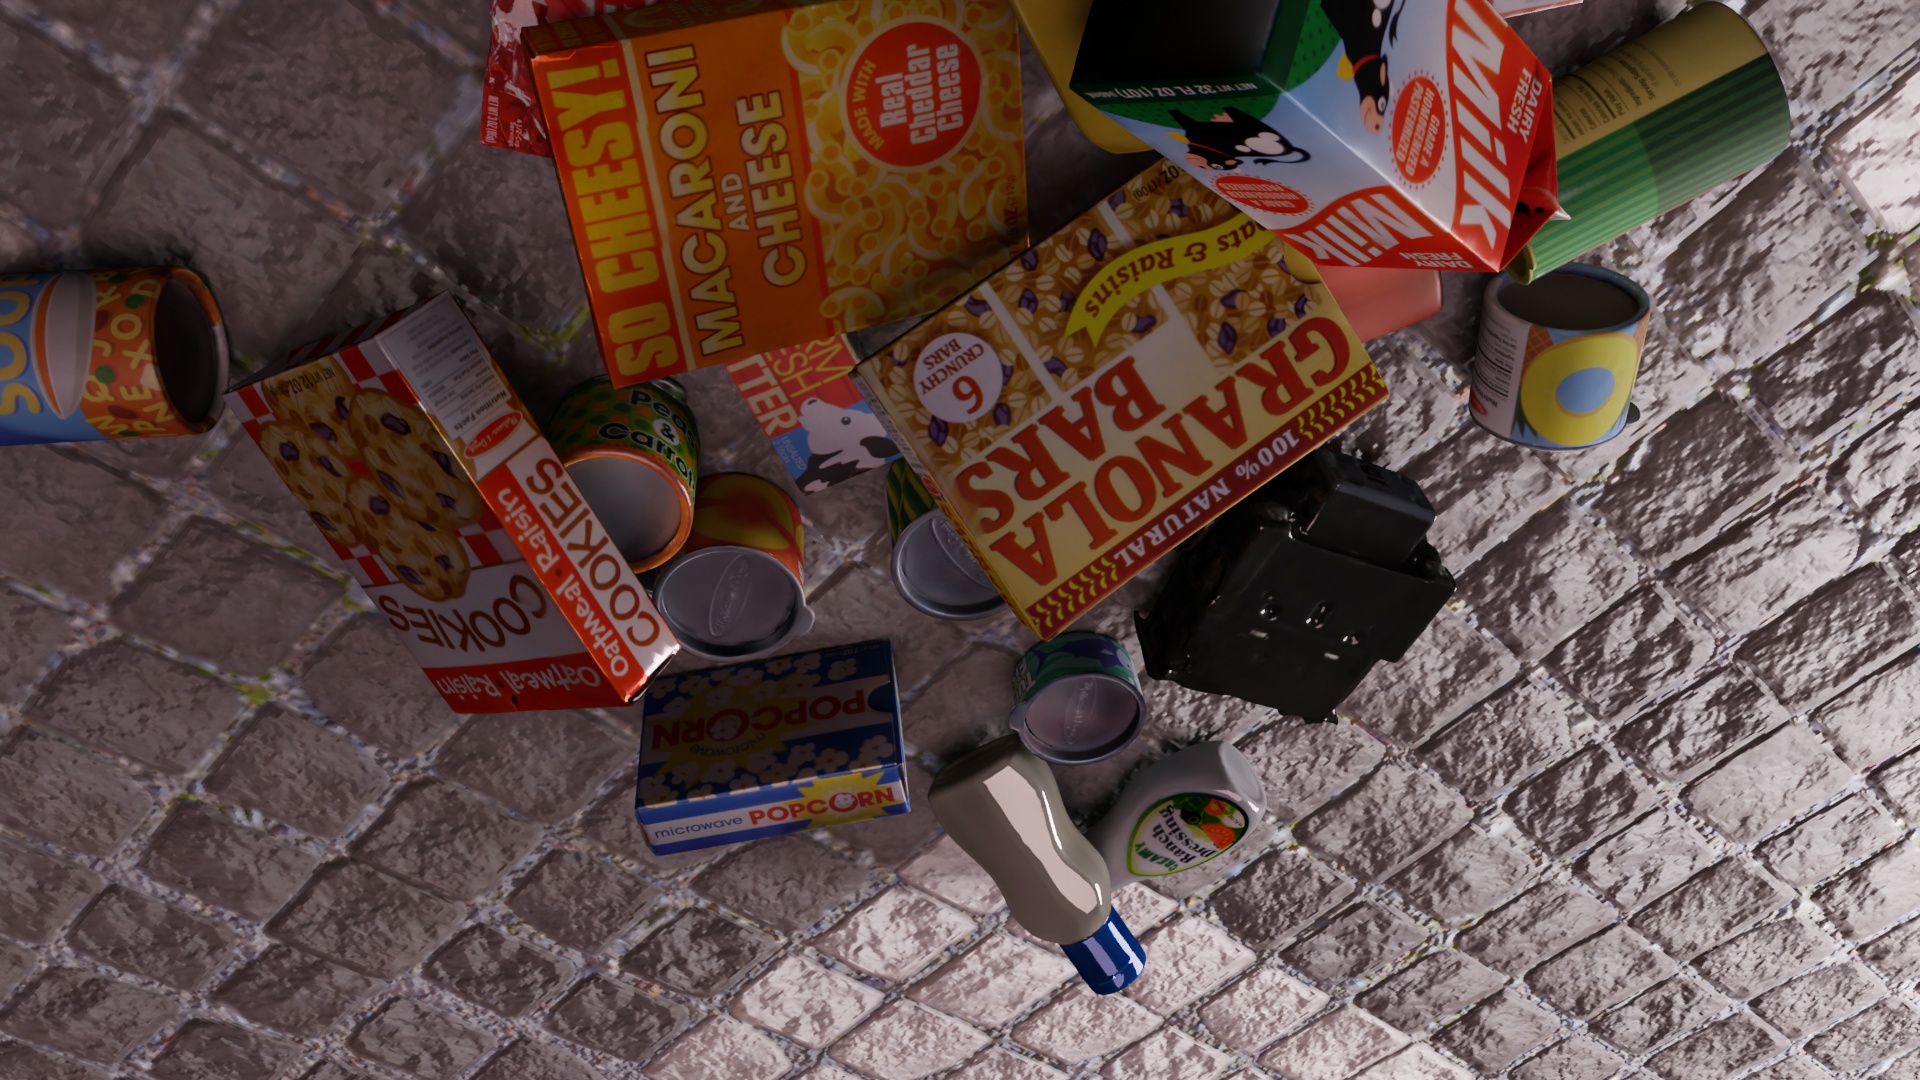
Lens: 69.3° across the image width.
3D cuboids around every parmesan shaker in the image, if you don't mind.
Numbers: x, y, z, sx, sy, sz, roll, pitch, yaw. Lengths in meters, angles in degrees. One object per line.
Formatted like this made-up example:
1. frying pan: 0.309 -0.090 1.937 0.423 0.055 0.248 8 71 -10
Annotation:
1. parmesan shaker: 0.254 -0.151 0.538 0.103 0.071 0.071 -27 125 13

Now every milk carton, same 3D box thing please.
1. milk carton: 0.130 -0.141 0.453 0.190 0.072 0.073 18 88 -45

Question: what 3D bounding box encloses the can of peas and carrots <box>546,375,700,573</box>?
1. can of peas and carrots: -0.144 -0.029 0.589 0.071 0.059 0.070 -4 128 -5

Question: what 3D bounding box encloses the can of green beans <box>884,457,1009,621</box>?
1. can of green beans: 0.000 -0.007 0.624 0.071 0.058 0.071 -3 127 -4

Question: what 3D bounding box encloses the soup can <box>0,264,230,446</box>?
1. soup can: -0.336 -0.071 0.527 0.084 0.072 0.071 -4 127 -4

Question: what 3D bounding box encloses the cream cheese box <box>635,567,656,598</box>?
1. cream cheese box: -0.190 0.028 0.648 0.104 0.024 0.053 13 125 -16

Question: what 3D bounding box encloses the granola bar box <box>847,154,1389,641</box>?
1. granola bar box: 0.061 -0.060 0.525 0.166 0.039 0.124 -35 99 -5

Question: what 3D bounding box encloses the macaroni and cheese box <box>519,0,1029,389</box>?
1. macaroni and cheese box: -0.060 -0.134 0.504 0.167 0.040 0.123 -16 127 -16

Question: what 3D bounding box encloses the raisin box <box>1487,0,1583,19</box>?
1. raisin box: 0.170 -0.244 0.449 0.040 0.086 0.122 -12 127 -5

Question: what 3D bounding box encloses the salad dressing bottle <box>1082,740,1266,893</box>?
1. salad dressing bottle: 0.099 0.167 0.776 0.147 0.044 0.064 -38 115 22

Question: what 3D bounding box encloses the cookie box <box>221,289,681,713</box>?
1. cookie box: -0.203 -0.006 0.555 0.123 0.040 0.167 -8 120 39

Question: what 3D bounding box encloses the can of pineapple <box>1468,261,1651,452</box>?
1. can of pineapple: 0.257 -0.080 0.596 0.071 0.071 0.057 -8 127 -1

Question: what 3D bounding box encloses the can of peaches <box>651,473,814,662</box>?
1. can of peaches: -0.101 0.012 0.626 0.071 0.058 0.071 -4 127 -5

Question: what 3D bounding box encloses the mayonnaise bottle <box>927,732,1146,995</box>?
1. mayonnaise bottle: 0.046 0.177 0.746 0.064 0.041 0.148 -29 102 22

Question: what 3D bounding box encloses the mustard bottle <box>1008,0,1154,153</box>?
1. mustard bottle: 0.036 -0.195 0.454 0.049 0.065 0.160 -9 152 25

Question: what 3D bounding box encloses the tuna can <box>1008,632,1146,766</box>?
1. tuna can: 0.058 0.081 0.713 0.071 0.033 0.070 -3 127 -4

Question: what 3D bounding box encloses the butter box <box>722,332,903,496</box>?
1. butter box: -0.066 -0.071 0.589 0.053 0.024 0.103 -22 126 9

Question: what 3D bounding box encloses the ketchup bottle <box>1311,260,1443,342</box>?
1. ketchup bottle: 0.120 -0.099 0.578 0.149 0.044 0.064 -20 119 8

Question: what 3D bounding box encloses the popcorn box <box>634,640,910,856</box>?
1. popcorn box: -0.091 0.099 0.676 0.127 0.085 0.038 -10 128 0
